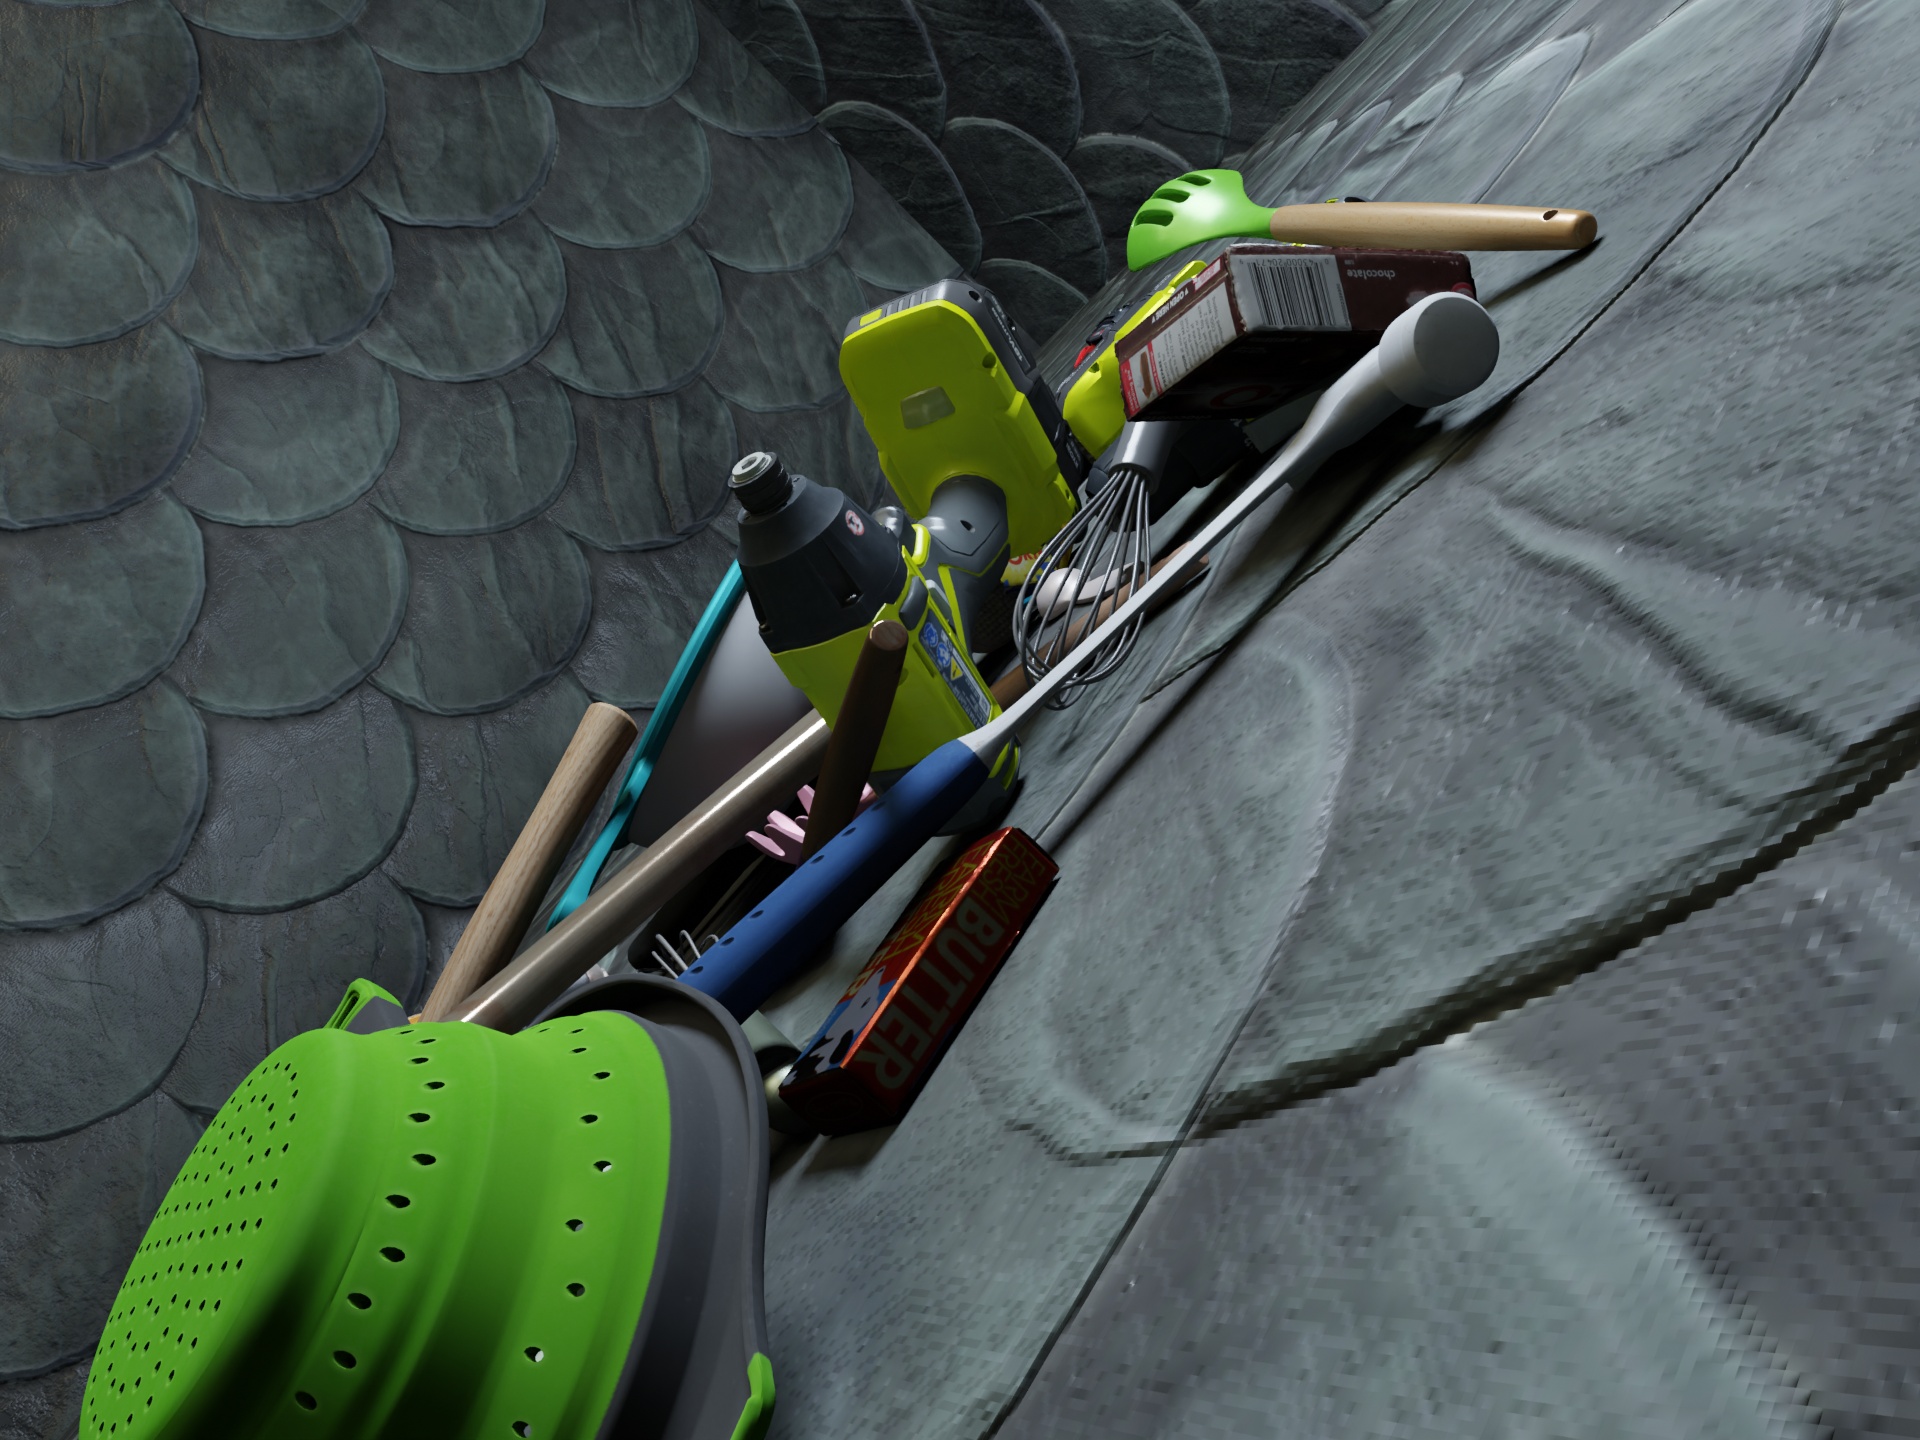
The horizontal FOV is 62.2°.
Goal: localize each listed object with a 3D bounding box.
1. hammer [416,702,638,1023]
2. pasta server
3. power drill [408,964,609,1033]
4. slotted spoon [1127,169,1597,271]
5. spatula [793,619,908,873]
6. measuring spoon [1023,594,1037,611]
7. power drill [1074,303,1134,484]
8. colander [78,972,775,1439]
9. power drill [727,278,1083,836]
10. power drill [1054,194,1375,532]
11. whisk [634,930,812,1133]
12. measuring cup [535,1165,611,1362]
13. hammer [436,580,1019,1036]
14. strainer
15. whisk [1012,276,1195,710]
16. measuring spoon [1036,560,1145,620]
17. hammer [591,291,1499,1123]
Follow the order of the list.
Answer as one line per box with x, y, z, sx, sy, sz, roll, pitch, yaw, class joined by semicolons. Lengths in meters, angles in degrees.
-0.242;0.135;0.762;0.130;0.031;0.331;107;-174;-67;hammer
-0.001;-0.002;0.768;0.316;0.040;0.060;-37;5;40;pasta server
-0.294;0.204;0.991;0.185;0.084;0.226;-21;2;-22;power drill
0.161;-0.223;0.709;0.070;0.031;0.314;-47;30;-5;slotted spoon
-0.055;0.044;0.632;0.060;0.018;0.315;-52;-6;-29;spatula
0.017;-0.045;0.948;0.128;0.021;0.042;-32;7;25;measuring spoon
0.060;-0.171;1.093;0.226;0.080;0.188;-48;9;7;power drill
-0.183;0.131;0.463;0.204;0.094;0.397;-60;29;-7;colander
-0.019;-0.085;0.673;0.080;0.171;0.223;-15;35;26;power drill
0.123;-0.178;0.841;0.190;0.080;0.228;-45;12;1;power drill
-0.091;0.122;0.627;0.058;0.059;0.246;-31;10;-16;whisk
-0.155;0.206;0.564;0.083;0.038;0.168;-41;9;29;measuring cup
-0.139;0.070;0.742;0.411;0.038;0.146;-42;6;-29;hammer
-0.136;0.032;0.907;0.211;0.095;0.341;-61;7;30;strainer
0.072;-0.107;0.685;0.055;0.055;0.239;-32;31;56;whisk
0.066;-0.074;0.827;0.034;0.018;0.124;-48;10;-13;measuring spoon
0.012;0.006;0.552;0.405;0.035;0.144;-43;4;-8;hammer
